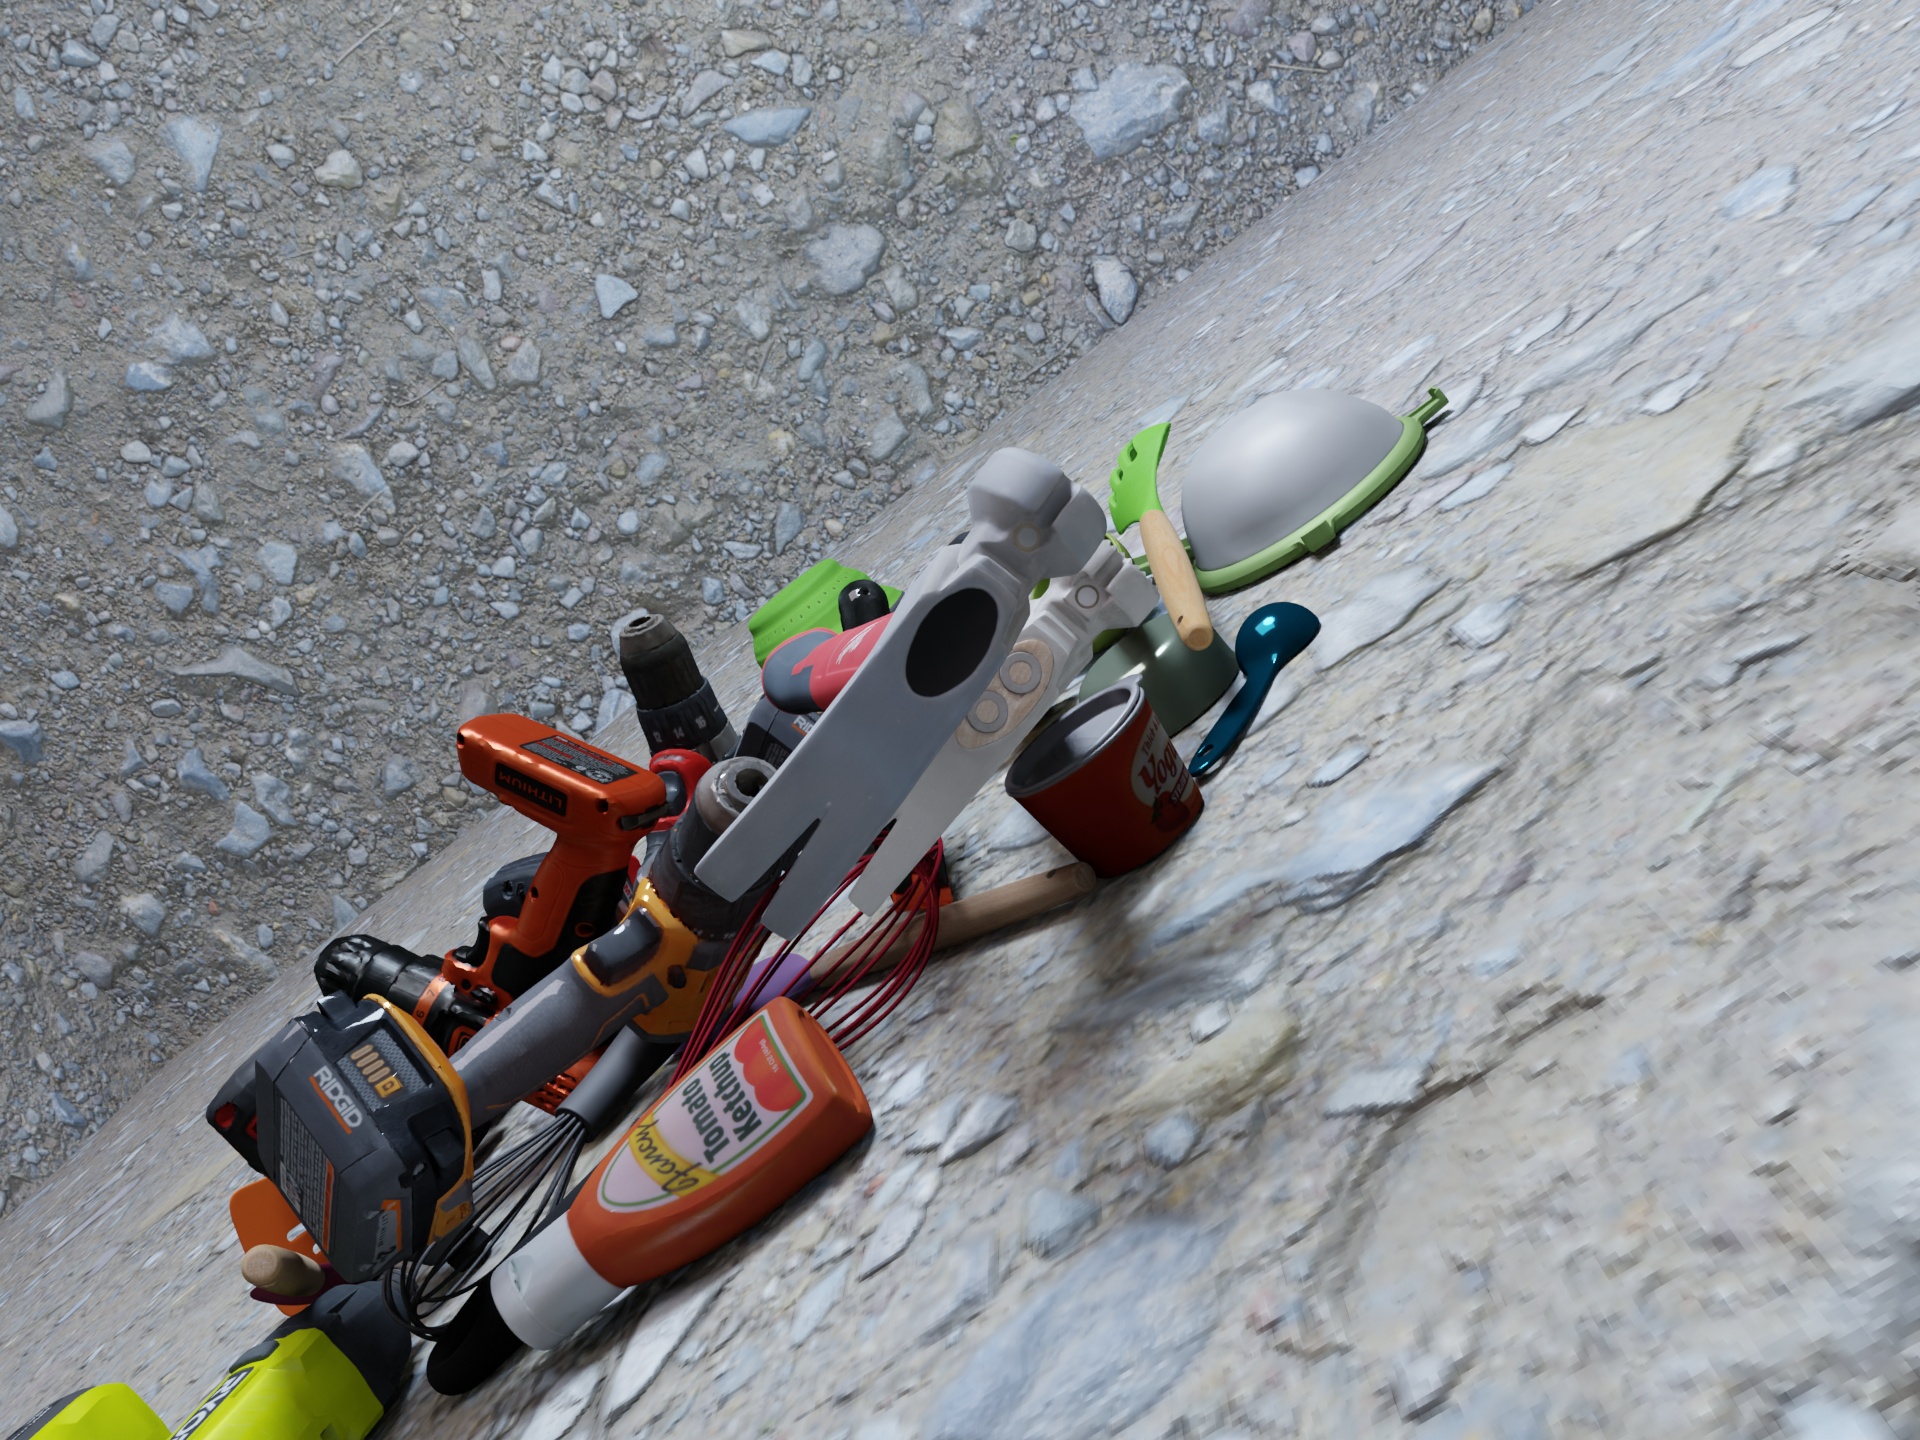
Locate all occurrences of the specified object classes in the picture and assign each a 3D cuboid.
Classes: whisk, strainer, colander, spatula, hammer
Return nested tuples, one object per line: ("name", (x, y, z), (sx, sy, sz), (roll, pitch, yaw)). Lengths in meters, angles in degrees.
("whisk", (-0.175, 0.187, 0.737), (0.055, 0.055, 0.239), (-28, 15, 41))
("whisk", (-0.109, 0.155, 0.644), (0.296, 0.073, 0.073), (-48, 13, -6))
("strainer", (0.147, -0.132, 0.926), (0.151, 0.069, 0.256), (-46, 16, -31))
("colander", (-0.148, -0.070, 1.507), (0.204, 0.094, 0.397), (-36, 12, 13))
("spatula", (-0.345, 0.249, 1.022), (0.041, 0.081, 0.323), (-18, 12, 14))
("hammer", (-0.052, -0.006, 0.595), (0.143, 0.038, 0.386), (-54, 9, -8))
("spatula", (-0.048, 0.109, 0.732), (0.316, 0.018, 0.060), (-27, 21, 47))
("hammer", (0.016, -0.002, 0.712), (0.146, 0.038, 0.410), (-49, -2, 3))

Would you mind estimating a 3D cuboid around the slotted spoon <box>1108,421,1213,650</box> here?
("slotted spoon", (0.102, -0.096, 0.816), (0.314, 0.031, 0.070), (-88, 18, -67))

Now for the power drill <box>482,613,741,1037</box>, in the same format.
("power drill", (-0.187, 0.059, 0.941), (0.080, 0.187, 0.227), (-9, 26, 21))

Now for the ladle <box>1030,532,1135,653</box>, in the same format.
("ladle", (0.066, -0.064, 0.814), (0.320, 0.062, 0.078), (-53, -13, -84))

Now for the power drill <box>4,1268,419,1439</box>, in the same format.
("power drill", (-0.340, 0.322, 0.677), (0.223, 0.080, 0.171), (-29, 10, 25))

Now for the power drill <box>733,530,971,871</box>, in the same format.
("power drill", (-0.043, -0.026, 0.971), (0.226, 0.084, 0.164), (-48, -9, -41))

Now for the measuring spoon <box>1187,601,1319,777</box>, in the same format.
("measuring spoon", (0.121, -0.018, 0.693), (0.042, 0.021, 0.129), (-28, 15, 42))

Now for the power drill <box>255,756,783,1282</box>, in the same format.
("power drill", (-0.164, 0.112, 0.652), (0.226, 0.084, 0.185), (-32, -19, -38))

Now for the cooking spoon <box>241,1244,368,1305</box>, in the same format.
("cooking spoon", (-0.300, 0.254, 0.725), (0.068, 0.017, 0.318), (-11, -17, -20))

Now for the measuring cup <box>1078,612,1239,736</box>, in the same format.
("measuring cup", (0.093, -0.035, 0.798), (0.083, 0.038, 0.168), (-36, 14, 13))

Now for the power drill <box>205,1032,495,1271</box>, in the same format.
("power drill", (-0.302, 0.215, 0.826), (0.078, 0.143, 0.219), (-50, 8, -13))
